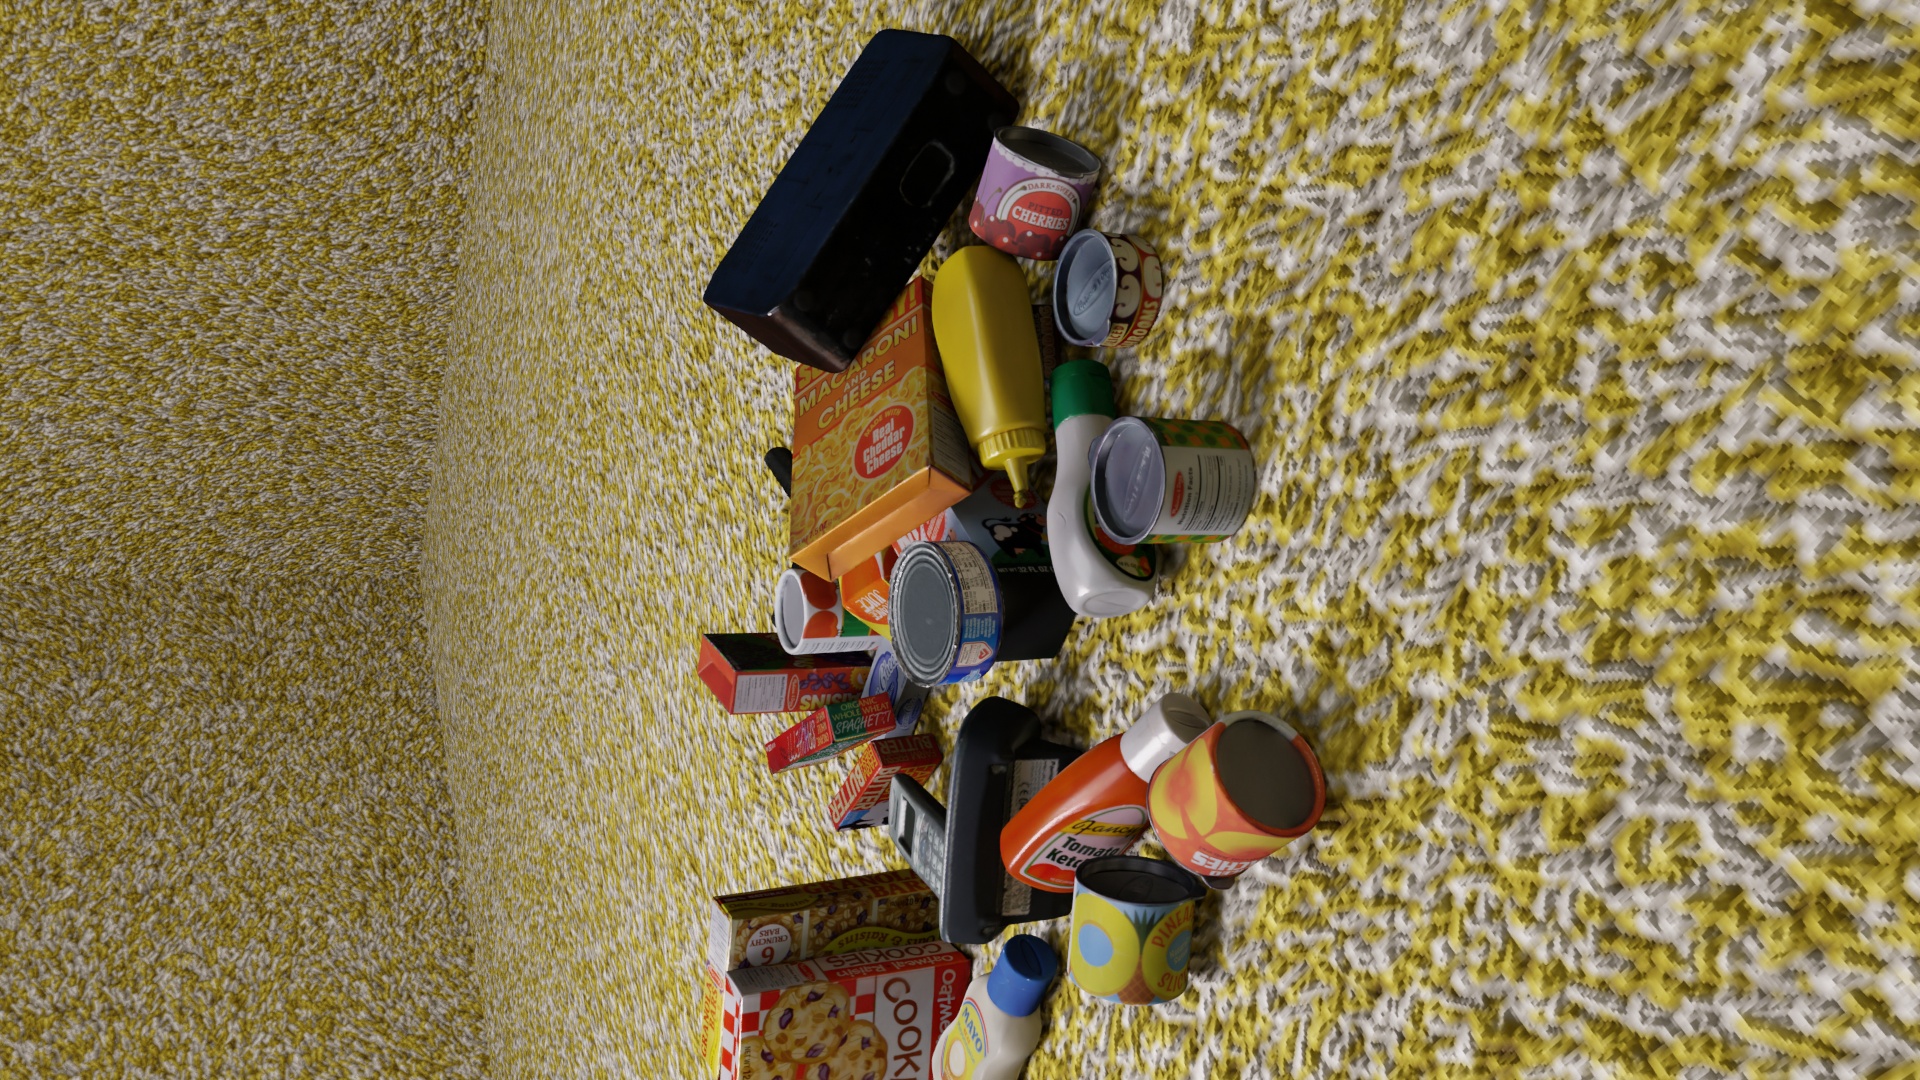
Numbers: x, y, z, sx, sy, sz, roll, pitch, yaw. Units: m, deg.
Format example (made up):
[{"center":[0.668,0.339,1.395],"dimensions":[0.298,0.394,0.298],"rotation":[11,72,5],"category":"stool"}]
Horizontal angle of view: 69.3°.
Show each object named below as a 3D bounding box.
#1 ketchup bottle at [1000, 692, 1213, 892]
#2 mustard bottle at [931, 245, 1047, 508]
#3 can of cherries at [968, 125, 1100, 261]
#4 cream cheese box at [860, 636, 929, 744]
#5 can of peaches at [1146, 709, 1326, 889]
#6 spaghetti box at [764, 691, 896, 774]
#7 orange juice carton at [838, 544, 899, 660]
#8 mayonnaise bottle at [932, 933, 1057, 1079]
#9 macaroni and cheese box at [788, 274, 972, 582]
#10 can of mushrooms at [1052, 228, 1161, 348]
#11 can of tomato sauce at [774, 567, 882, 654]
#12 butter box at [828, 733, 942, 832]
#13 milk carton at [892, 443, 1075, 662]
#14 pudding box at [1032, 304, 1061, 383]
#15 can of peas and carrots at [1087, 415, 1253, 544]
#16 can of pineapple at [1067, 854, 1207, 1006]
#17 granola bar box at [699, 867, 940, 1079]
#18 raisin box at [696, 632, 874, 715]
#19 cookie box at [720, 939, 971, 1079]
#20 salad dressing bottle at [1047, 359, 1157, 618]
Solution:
[{"center":[0.084,0.141,0.772],"dimensions":[0.148,0.065,0.044],"rotation":[-53,32,36],"category":"ketchup bottle"},{"center":[0.022,-0.094,0.828],"dimensions":[0.065,0.049,0.160],"rotation":[142,120,-60],"category":"mustard bottle"},{"center":[0.044,-0.206,0.830],"dimensions":[0.072,0.071,0.058],"rotation":[58,139,44],"category":"can of cherries"},{"center":[-0.049,0.112,1.049],"dimensions":[0.053,0.024,0.103],"rotation":[59,139,45],"category":"cream cheese box"},{"center":[0.134,0.125,0.671],"dimensions":[0.057,0.071,0.071],"rotation":[-52,47,48],"category":"can of peaches"},{"center":[-0.105,0.153,1.081],"dimensions":[0.249,0.050,0.029],"rotation":[140,117,-67],"category":"spaghetti box"},{"center":[-0.046,-0.016,0.991],"dimensions":[0.071,0.073,0.193],"rotation":[-32,63,56],"category":"orange juice carton"},{"center":[0.023,0.316,0.902],"dimensions":[0.065,0.041,0.147],"rotation":[60,140,45],"category":"mayonnaise bottle"},{"center":[-0.053,-0.072,0.885],"dimensions":[0.123,0.040,0.167],"rotation":[-31,44,30],"category":"macaroni and cheese box"},{"center":[0.084,-0.141,0.794],"dimensions":[0.071,0.033,0.071],"rotation":[0,89,61],"category":"can of mushrooms"},{"center":[-0.093,0.051,1.068],"dimensions":[0.071,0.083,0.071],"rotation":[3,93,61],"category":"can of tomato sauce"},{"center":[-0.057,0.181,1.034],"dimensions":[0.103,0.053,0.024],"rotation":[-59,44,44],"category":"butter box"},{"center":[0.003,-0.011,0.902],"dimensions":[0.191,0.072,0.073],"rotation":[59,139,43],"category":"milk carton"},{"center":[0.032,-0.122,0.893],"dimensions":[0.083,0.030,0.049],"rotation":[2,93,62],"category":"pudding box"},{"center":[0.108,-0.032,0.724],"dimensions":[0.071,0.059,0.071],"rotation":[0,90,62],"category":"can of peas and carrots"},{"center":[0.094,0.209,0.747],"dimensions":[0.071,0.071,0.057],"rotation":[19,108,60],"category":"can of pineapple"},{"center":[-0.097,0.307,0.992],"dimensions":[0.039,0.166,0.124],"rotation":[27,113,57],"category":"granola bar box"},{"center":[-0.137,0.105,1.106],"dimensions":[0.086,0.123,0.040],"rotation":[30,115,58],"category":"raisin box"},{"center":[-0.078,0.350,0.957],"dimensions":[0.040,0.168,0.122],"rotation":[-159,71,-63],"category":"cookie box"},{"center":[0.076,-0.032,0.786],"dimensions":[0.043,0.064,0.148],"rotation":[-33,53,44],"category":"salad dressing bottle"}]
